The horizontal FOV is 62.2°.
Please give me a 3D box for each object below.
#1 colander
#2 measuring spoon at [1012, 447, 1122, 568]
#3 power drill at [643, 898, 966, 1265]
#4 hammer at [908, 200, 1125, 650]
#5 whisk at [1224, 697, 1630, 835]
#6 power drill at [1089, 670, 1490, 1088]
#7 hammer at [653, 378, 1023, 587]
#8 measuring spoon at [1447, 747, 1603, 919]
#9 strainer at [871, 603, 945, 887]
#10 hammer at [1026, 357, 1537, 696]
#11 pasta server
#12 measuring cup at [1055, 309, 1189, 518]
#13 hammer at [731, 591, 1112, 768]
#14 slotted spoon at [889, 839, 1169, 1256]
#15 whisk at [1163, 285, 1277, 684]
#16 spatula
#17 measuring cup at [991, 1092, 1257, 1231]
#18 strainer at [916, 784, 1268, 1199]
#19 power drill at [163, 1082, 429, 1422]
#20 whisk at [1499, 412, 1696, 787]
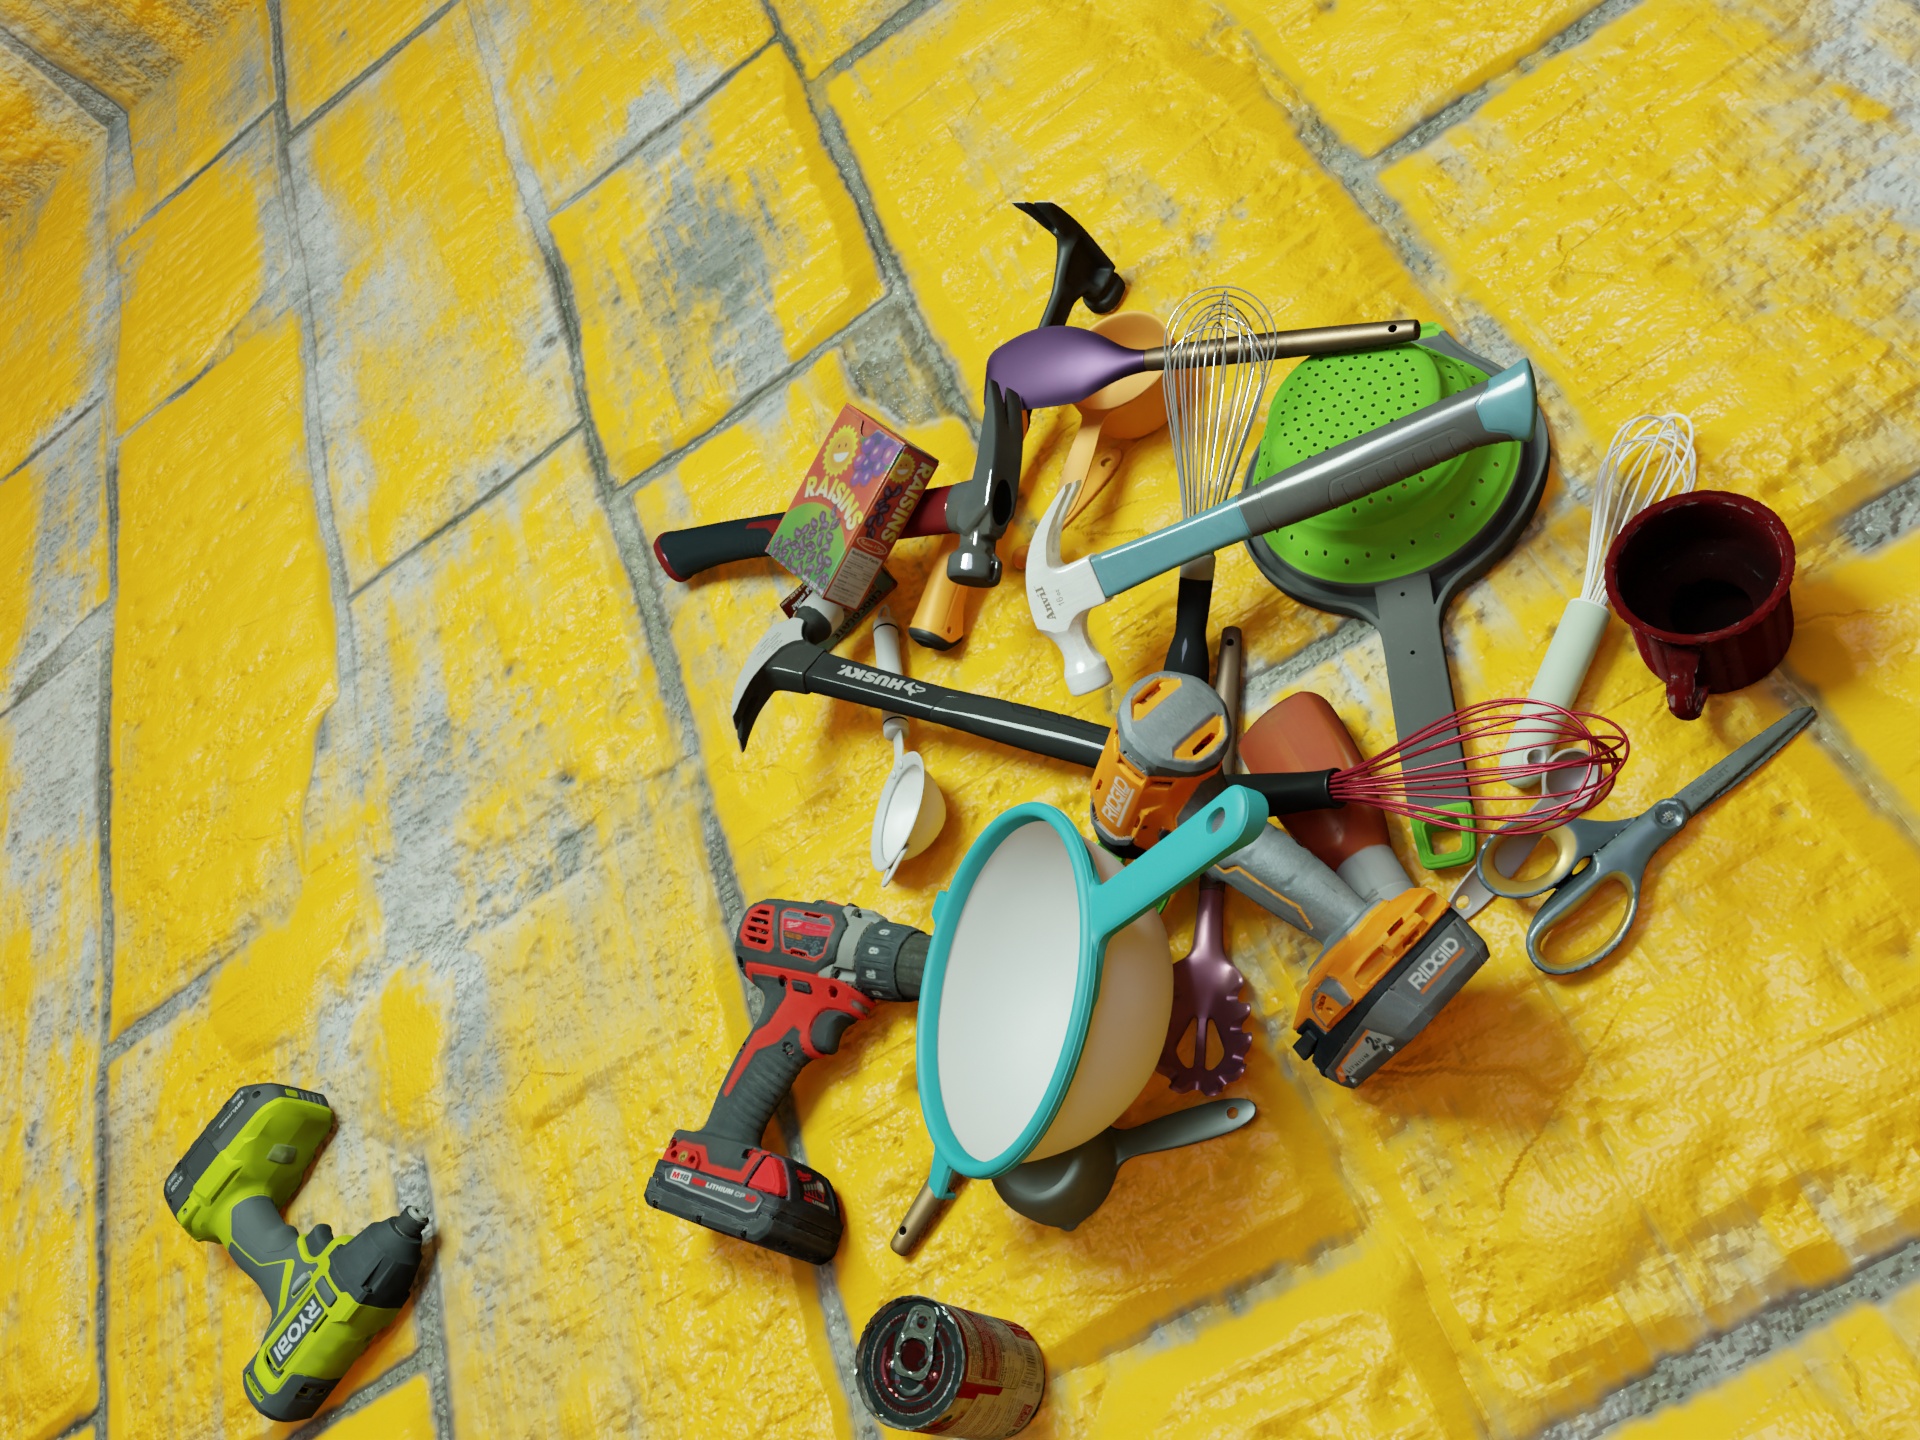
[{"bbox_3d":[0.262,-0.105,0.976,0.204,0.094,0.397,-15,58,25],"label":"colander"},{"bbox_3d":[0.078,-0.159,1.174,0.117,0.011,0.021,-48,50,1],"label":"measuring spoon"},{"bbox_3d":[-0.090,0.228,1.034,0.188,0.080,0.227,5,65,33],"label":"power drill"},{"bbox_3d":[0.030,-0.212,1.177,0.034,0.127,0.337,14,79,38],"label":"hammer"},{"bbox_3d":[0.226,0.035,0.881,0.296,0.073,0.073,-10,59,46],"label":"whisk"},{"bbox_3d":[0.163,0.091,0.881,0.084,0.164,0.227,-39,72,-23],"label":"power drill"},{"bbox_3d":[-0.107,-0.162,1.218,0.386,0.038,0.143,0,78,44],"label":"hammer"},{"bbox_3d":[0.314,0.066,0.902,0.124,0.034,0.018,-50,9,6],"label":"measuring spoon"},{"bbox_3d":[-0.043,0.012,1.140,0.086,0.050,0.259,-53,34,42],"label":"strainer"},{"bbox_3d":[0.185,-0.127,0.955,0.331,0.033,0.128,-22,95,27],"label":"hammer"},{"bbox_3d":[0.157,0.078,0.981,0.060,0.040,0.316,4,64,11],"label":"pasta server"},{"bbox_3d":[0.110,-0.212,1.159,0.095,0.052,0.174,10,73,35],"label":"measuring cup"},{"bbox_3d":[-0.002,-0.003,1.080,0.335,0.035,0.146,15,46,25],"label":"hammer"},{"bbox_3d":[0.045,0.197,0.995,0.070,0.031,0.314,29,85,45],"label":"slotted spoon"},{"bbox_3d":[0.156,-0.130,1.014,0.070,0.070,0.284,13,105,36],"label":"whisk"},{"bbox_3d":[0.147,-0.243,1.053,0.316,0.018,0.060,3,84,35],"label":"spatula"},{"bbox_3d":[0.090,0.244,0.931,0.167,0.038,0.083,-22,55,23],"label":"measuring cup"},{"bbox_3d":[0.087,0.128,0.860,0.340,0.095,0.211,-46,35,48],"label":"strainer"},{"bbox_3d":[-0.500,0.385,1.207,0.223,0.080,0.171,37,88,36],"label":"power drill"},{"bbox_3d":[0.370,-0.072,0.928,0.246,0.057,0.059,-64,17,-8],"label":"whisk"}]
